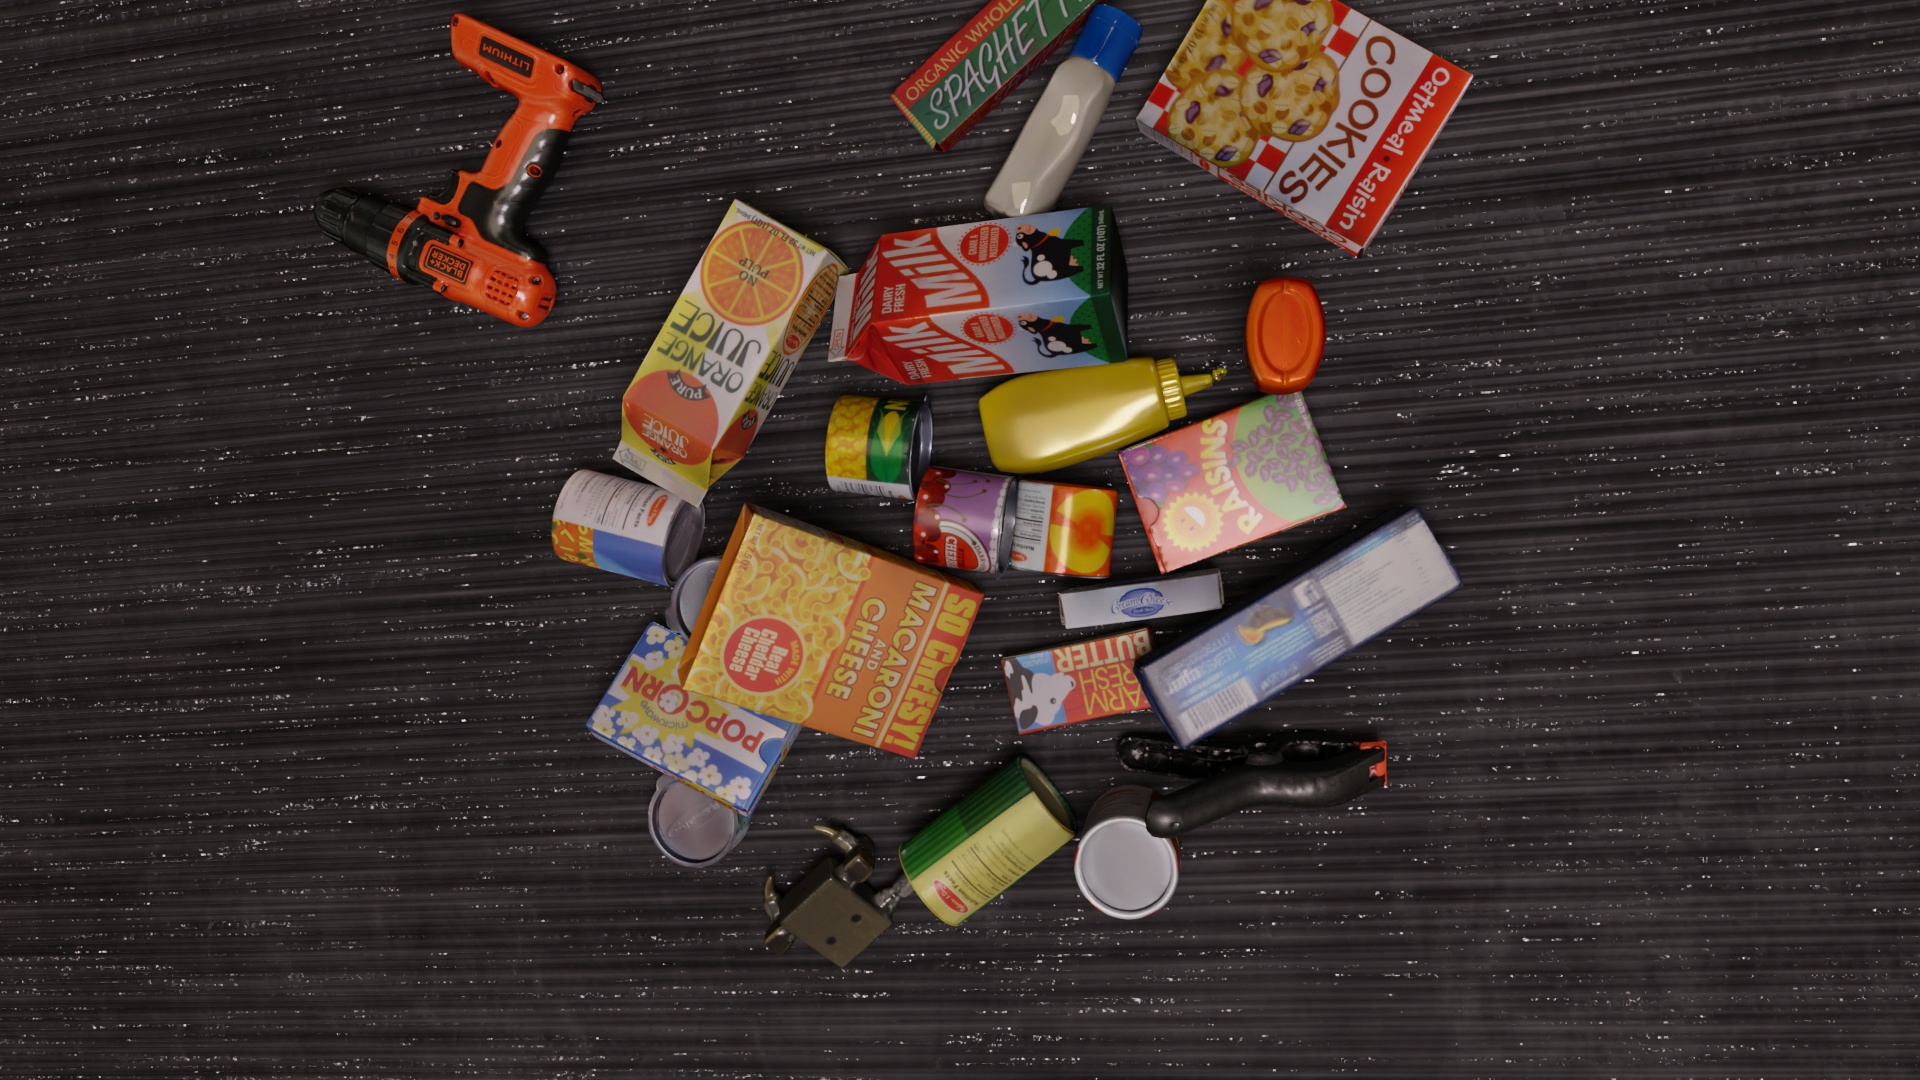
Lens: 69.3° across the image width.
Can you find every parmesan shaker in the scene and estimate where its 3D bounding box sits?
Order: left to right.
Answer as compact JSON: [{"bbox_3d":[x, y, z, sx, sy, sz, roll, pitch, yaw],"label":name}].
[{"bbox_3d":[0.021,0.200,0.924,0.103,0.071,0.071,-39,86,9],"label":"parmesan shaker"}]

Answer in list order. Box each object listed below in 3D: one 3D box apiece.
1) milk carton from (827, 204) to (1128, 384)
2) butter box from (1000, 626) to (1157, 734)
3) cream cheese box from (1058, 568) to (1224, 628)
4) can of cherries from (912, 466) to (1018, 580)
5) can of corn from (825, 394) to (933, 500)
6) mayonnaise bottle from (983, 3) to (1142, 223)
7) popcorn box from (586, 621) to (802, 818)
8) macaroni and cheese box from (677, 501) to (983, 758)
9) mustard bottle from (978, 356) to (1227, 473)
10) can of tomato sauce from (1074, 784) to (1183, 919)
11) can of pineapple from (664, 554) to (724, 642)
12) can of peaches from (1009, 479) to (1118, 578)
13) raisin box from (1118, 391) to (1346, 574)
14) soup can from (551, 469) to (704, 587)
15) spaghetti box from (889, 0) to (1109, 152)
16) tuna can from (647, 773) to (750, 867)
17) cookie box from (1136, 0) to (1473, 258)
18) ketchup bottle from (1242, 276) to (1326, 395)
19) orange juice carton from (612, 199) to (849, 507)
[{"bbox_3d":[0.008,-0.153,0.889,0.190,0.073,0.072,-4,61,15],"label":"milk carton"},{"bbox_3d":[0.083,0.093,0.928,0.103,0.024,0.053,-13,90,10],"label":"butter box"},{"bbox_3d":[0.119,0.038,0.904,0.104,0.053,0.024,-8,90,10],"label":"cream cheese box"},{"bbox_3d":[0.003,-0.011,0.913,0.058,0.071,0.071,8,95,10],"label":"can of cherries"},{"bbox_3d":[-0.053,-0.065,0.923,0.058,0.071,0.071,6,94,10],"label":"can of corn"},{"bbox_3d":[0.067,-0.270,0.896,0.041,0.065,0.148,29,93,9],"label":"mayonnaise bottle"},{"bbox_3d":[-0.178,0.122,0.951,0.127,0.038,0.085,26,67,8],"label":"popcorn box"},{"bbox_3d":[-0.084,0.061,0.910,0.166,0.040,0.123,20,97,-20],"label":"macaroni and cheese box"},{"bbox_3d":[0.095,-0.087,0.904,0.160,0.049,0.065,-12,86,10],"label":"mustard bottle"},{"bbox_3d":[0.111,0.202,0.898,0.071,0.083,0.071,1,93,10],"label":"can of tomato sauce"},{"bbox_3d":[-0.158,0.042,0.950,0.071,0.058,0.071,0,93,10],"label":"can of pineapple"},{"bbox_3d":[0.069,-0.008,0.906,0.071,0.071,0.058,6,94,10],"label":"can of peaches"},{"bbox_3d":[0.174,-0.039,0.898,0.123,0.040,0.086,-20,90,11],"label":"raisin box"},{"bbox_3d":[-0.228,-0.007,0.958,0.084,0.071,0.071,13,95,10],"label":"soup can"},{"bbox_3d":[0.062,-0.356,0.907,0.249,0.029,0.050,-41,86,9],"label":"spaghetti box"},{"bbox_3d":[-0.184,0.191,0.975,0.071,0.033,0.071,1,93,10],"label":"tuna can"},{"bbox_3d":[0.215,-0.275,0.879,0.167,0.040,0.122,32,98,8],"label":"cookie box"},{"bbox_3d":[0.192,-0.118,0.835,0.043,0.149,0.064,1,93,10],"label":"ketchup bottle"},{"bbox_3d":[-0.157,-0.121,0.927,0.072,0.073,0.192,30,92,7],"label":"orange juice carton"}]
